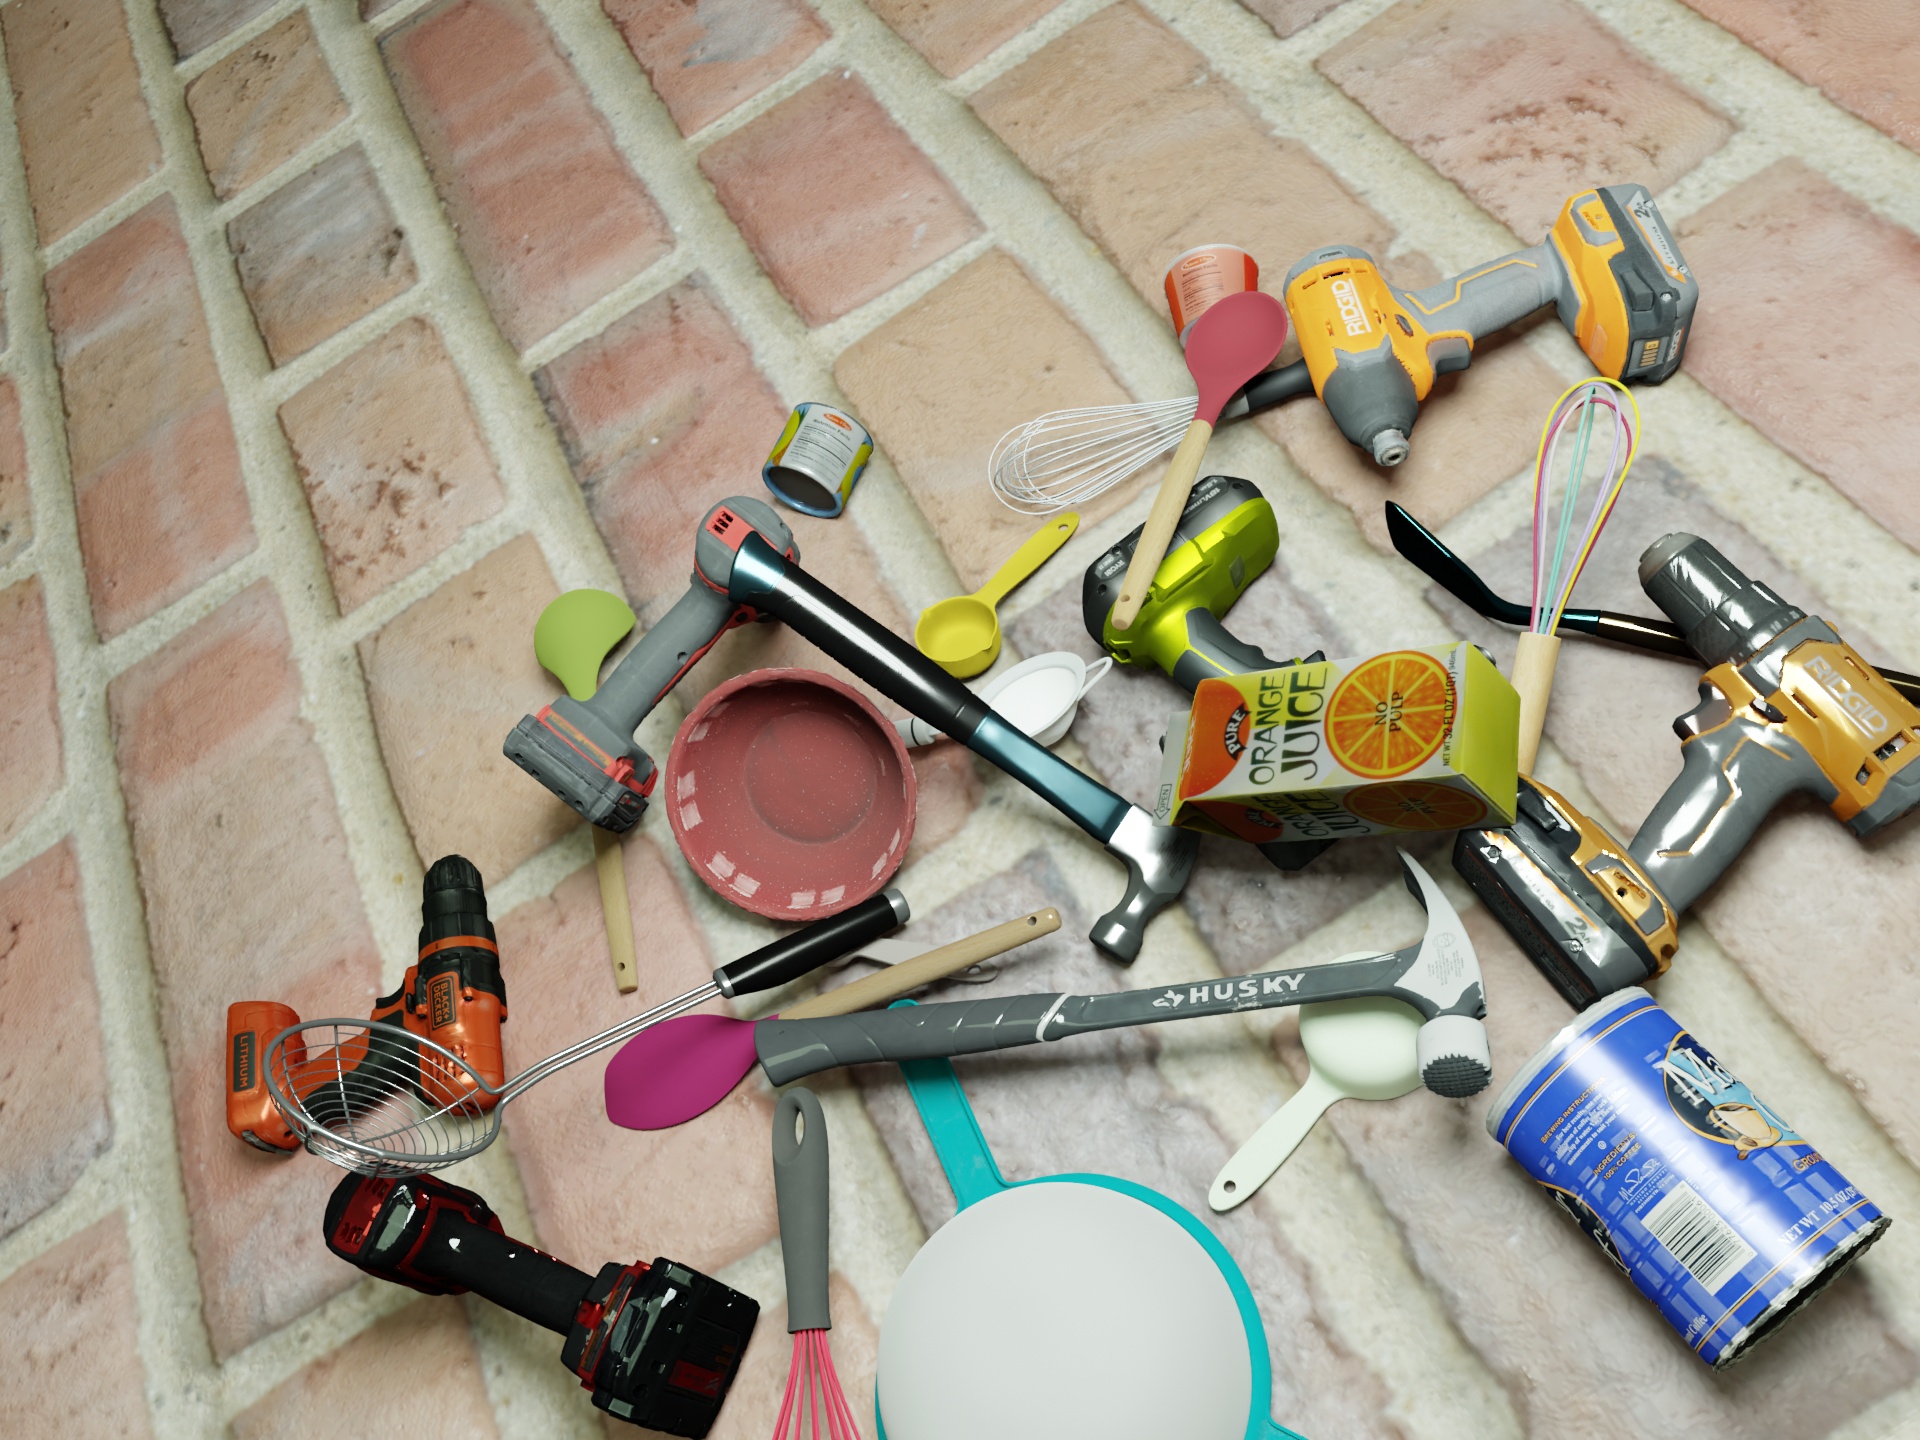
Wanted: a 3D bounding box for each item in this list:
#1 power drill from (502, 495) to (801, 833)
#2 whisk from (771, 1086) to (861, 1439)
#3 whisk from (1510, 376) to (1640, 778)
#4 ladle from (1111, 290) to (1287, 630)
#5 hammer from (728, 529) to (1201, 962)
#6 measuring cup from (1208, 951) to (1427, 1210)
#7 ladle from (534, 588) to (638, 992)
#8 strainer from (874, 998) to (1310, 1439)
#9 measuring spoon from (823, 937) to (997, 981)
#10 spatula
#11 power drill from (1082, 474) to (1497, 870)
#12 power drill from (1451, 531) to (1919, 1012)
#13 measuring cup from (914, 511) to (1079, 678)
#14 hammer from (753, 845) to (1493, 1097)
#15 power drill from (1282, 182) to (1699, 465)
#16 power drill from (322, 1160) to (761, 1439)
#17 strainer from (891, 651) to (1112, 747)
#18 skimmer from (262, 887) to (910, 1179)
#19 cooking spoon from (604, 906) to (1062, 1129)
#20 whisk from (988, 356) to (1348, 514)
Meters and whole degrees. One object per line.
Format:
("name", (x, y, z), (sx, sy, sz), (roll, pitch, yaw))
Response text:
("power drill", (-0.186, -0.038, 1.053), (0.080, 0.188, 0.227), (37, 83, 3))
("whisk", (-0.078, 0.338, 0.828), (0.073, 0.073, 0.296), (-13, 63, 14))
("whisk", (0.329, -0.068, 0.878), (0.047, 0.051, 0.245), (12, 95, 12))
("ladle", (0.144, -0.167, 0.989), (0.069, 0.031, 0.316), (2, 46, 28))
("hammer", (-0.001, -0.003, 0.942), (0.331, 0.033, 0.128), (35, 78, 3))
("measuring cup", (0.187, 0.191, 0.840), (0.167, 0.038, 0.083), (-45, 55, -10))
("ladle", (-0.248, 0.042, 1.111), (0.078, 0.062, 0.320), (-19, 62, 8))
("strainer", (0.016, 0.272, 0.823), (0.211, 0.095, 0.341), (-31, 52, 3))
("measuring spoon", (-0.036, 0.147, 0.974), (0.124, 0.018, 0.034), (8, 44, 19))
("spatula", (0.393, -0.060, 0.904), (0.318, 0.082, 0.044), (16, 79, 23))
("power drill", (0.192, -0.040, 0.958), (0.171, 0.080, 0.223), (-37, 58, -3))
("power drill", (0.365, 0.020, 0.828), (0.226, 0.084, 0.185), (-36, 68, -2))
("measuring cup", (0.032, -0.086, 1.084), (0.062, 0.029, 0.156), (30, 63, 33))
("hammer", (0.071, 0.154, 0.865), (0.409, 0.036, 0.149), (-10, 36, 19))
("power drill", (0.333, -0.244, 1.003), (0.226, 0.084, 0.164), (-12, 58, 6))
("power drill", (-0.231, 0.314, 0.880), (0.220, 0.143, 0.079), (15, 66, 21))
("strainer", (-0.016, 0.005, 1.034), (0.258, 0.050, 0.087), (-12, 36, 22))
("skimmer", (-0.196, 0.154, 0.902), (0.363, 0.090, 0.127), (-23, 34, -20))
("cooking spoon", (-0.084, 0.174, 0.956), (0.319, 0.017, 0.069), (-24, 56, 16))
("whisk", (0.155, -0.209, 1.086), (0.284, 0.070, 0.070), (-19, 55, 5))
